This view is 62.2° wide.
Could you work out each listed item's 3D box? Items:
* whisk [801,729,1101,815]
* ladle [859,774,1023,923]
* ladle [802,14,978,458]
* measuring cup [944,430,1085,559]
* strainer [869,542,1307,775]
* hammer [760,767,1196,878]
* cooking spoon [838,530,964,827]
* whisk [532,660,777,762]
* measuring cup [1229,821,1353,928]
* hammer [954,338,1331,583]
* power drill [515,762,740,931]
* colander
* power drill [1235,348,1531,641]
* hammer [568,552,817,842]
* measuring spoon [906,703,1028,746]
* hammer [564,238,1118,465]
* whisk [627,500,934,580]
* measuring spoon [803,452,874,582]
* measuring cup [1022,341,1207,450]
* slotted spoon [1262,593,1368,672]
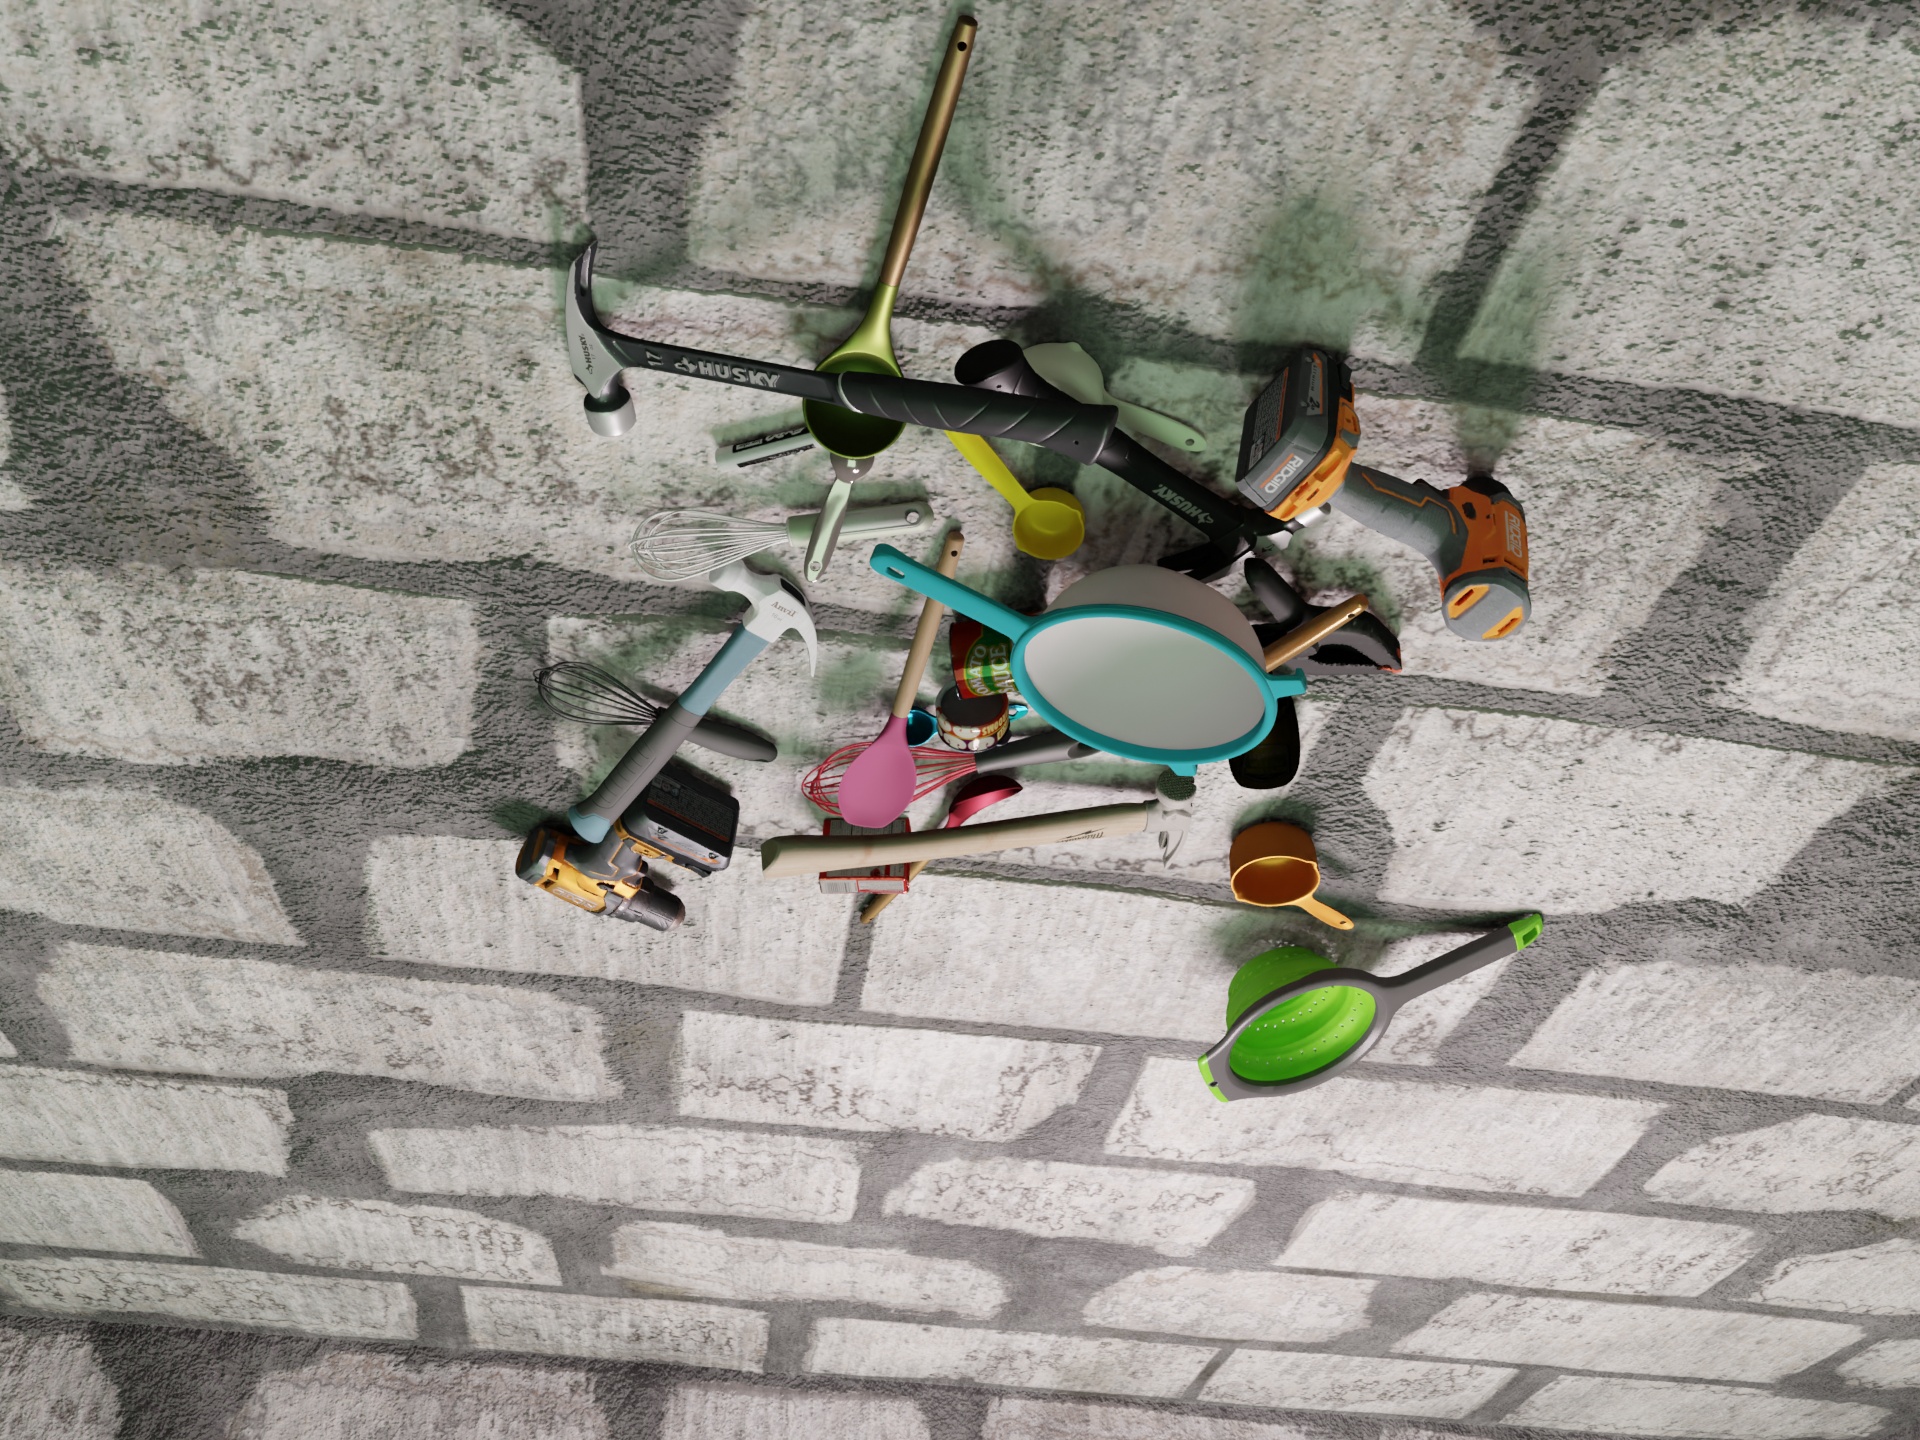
[{"bbox_3d":[-0.004,0.041,1.479,0.296,0.073,0.073,-11,139,5],"label":"whisk"},{"bbox_3d":[-0.032,0.133,1.607,0.069,0.031,0.315,-6,152,-36],"label":"ladle"},{"bbox_3d":[-0.040,-0.310,1.061,0.078,0.062,0.320,10,137,-13],"label":"ladle"},{"bbox_3d":[0.039,-0.189,1.232,0.062,0.029,0.156,-29,119,31],"label":"measuring cup"},{"bbox_3d":[0.095,-0.084,1.250,0.340,0.095,0.211,25,150,-10],"label":"strainer"},{"bbox_3d":[0.016,0.117,1.523,0.410,0.038,0.146,-6,148,-4],"label":"hammer"},{"bbox_3d":[-0.045,-0.027,1.371,0.068,0.017,0.318,9,126,-14],"label":"cooking spoon"},{"bbox_3d":[-0.273,-0.004,1.444,0.238,0.055,0.055,19,137,-26],"label":"whisk"},{"bbox_3d":[0.341,0.159,1.606,0.173,0.052,0.095,32,132,-33],"label":"measuring cup"},{"bbox_3d":[0.121,-0.187,1.167,0.146,0.035,0.334,-31,142,35],"label":"hammer"},{"bbox_3d":[-0.311,0.139,1.589,0.185,0.084,0.226,31,136,-31],"label":"power drill"},{"bbox_3d":[0.432,0.279,1.731,0.397,0.095,0.204,-26,135,4],"label":"colander"},{"bbox_3d":[0.315,-0.170,1.153,0.226,0.164,0.084,30,134,-12],"label":"power drill"},{"bbox_3d":[-0.245,-0.005,1.397,0.128,0.033,0.331,27,121,-32],"label":"hammer"},{"bbox_3d":[-0.002,-0.005,1.456,0.128,0.021,0.042,-9,127,-1],"label":"measuring spoon"},{"bbox_3d":[-0.090,-0.231,1.078,0.409,0.036,0.149,13,139,18],"label":"hammer"},{"bbox_3d":[-0.143,-0.150,1.264,0.246,0.058,0.059,-6,174,3],"label":"whisk"},{"bbox_3d":[-0.098,-0.161,1.229,0.034,0.018,0.124,17,112,-11],"label":"measuring spoon"},{"bbox_3d":[0.108,-0.220,1.171,0.167,0.038,0.083,18,137,-15],"label":"measuring cup"},{"bbox_3d":[0.230,-0.035,1.343,0.070,0.031,0.313,17,150,-26],"label":"slotted spoon"}]
